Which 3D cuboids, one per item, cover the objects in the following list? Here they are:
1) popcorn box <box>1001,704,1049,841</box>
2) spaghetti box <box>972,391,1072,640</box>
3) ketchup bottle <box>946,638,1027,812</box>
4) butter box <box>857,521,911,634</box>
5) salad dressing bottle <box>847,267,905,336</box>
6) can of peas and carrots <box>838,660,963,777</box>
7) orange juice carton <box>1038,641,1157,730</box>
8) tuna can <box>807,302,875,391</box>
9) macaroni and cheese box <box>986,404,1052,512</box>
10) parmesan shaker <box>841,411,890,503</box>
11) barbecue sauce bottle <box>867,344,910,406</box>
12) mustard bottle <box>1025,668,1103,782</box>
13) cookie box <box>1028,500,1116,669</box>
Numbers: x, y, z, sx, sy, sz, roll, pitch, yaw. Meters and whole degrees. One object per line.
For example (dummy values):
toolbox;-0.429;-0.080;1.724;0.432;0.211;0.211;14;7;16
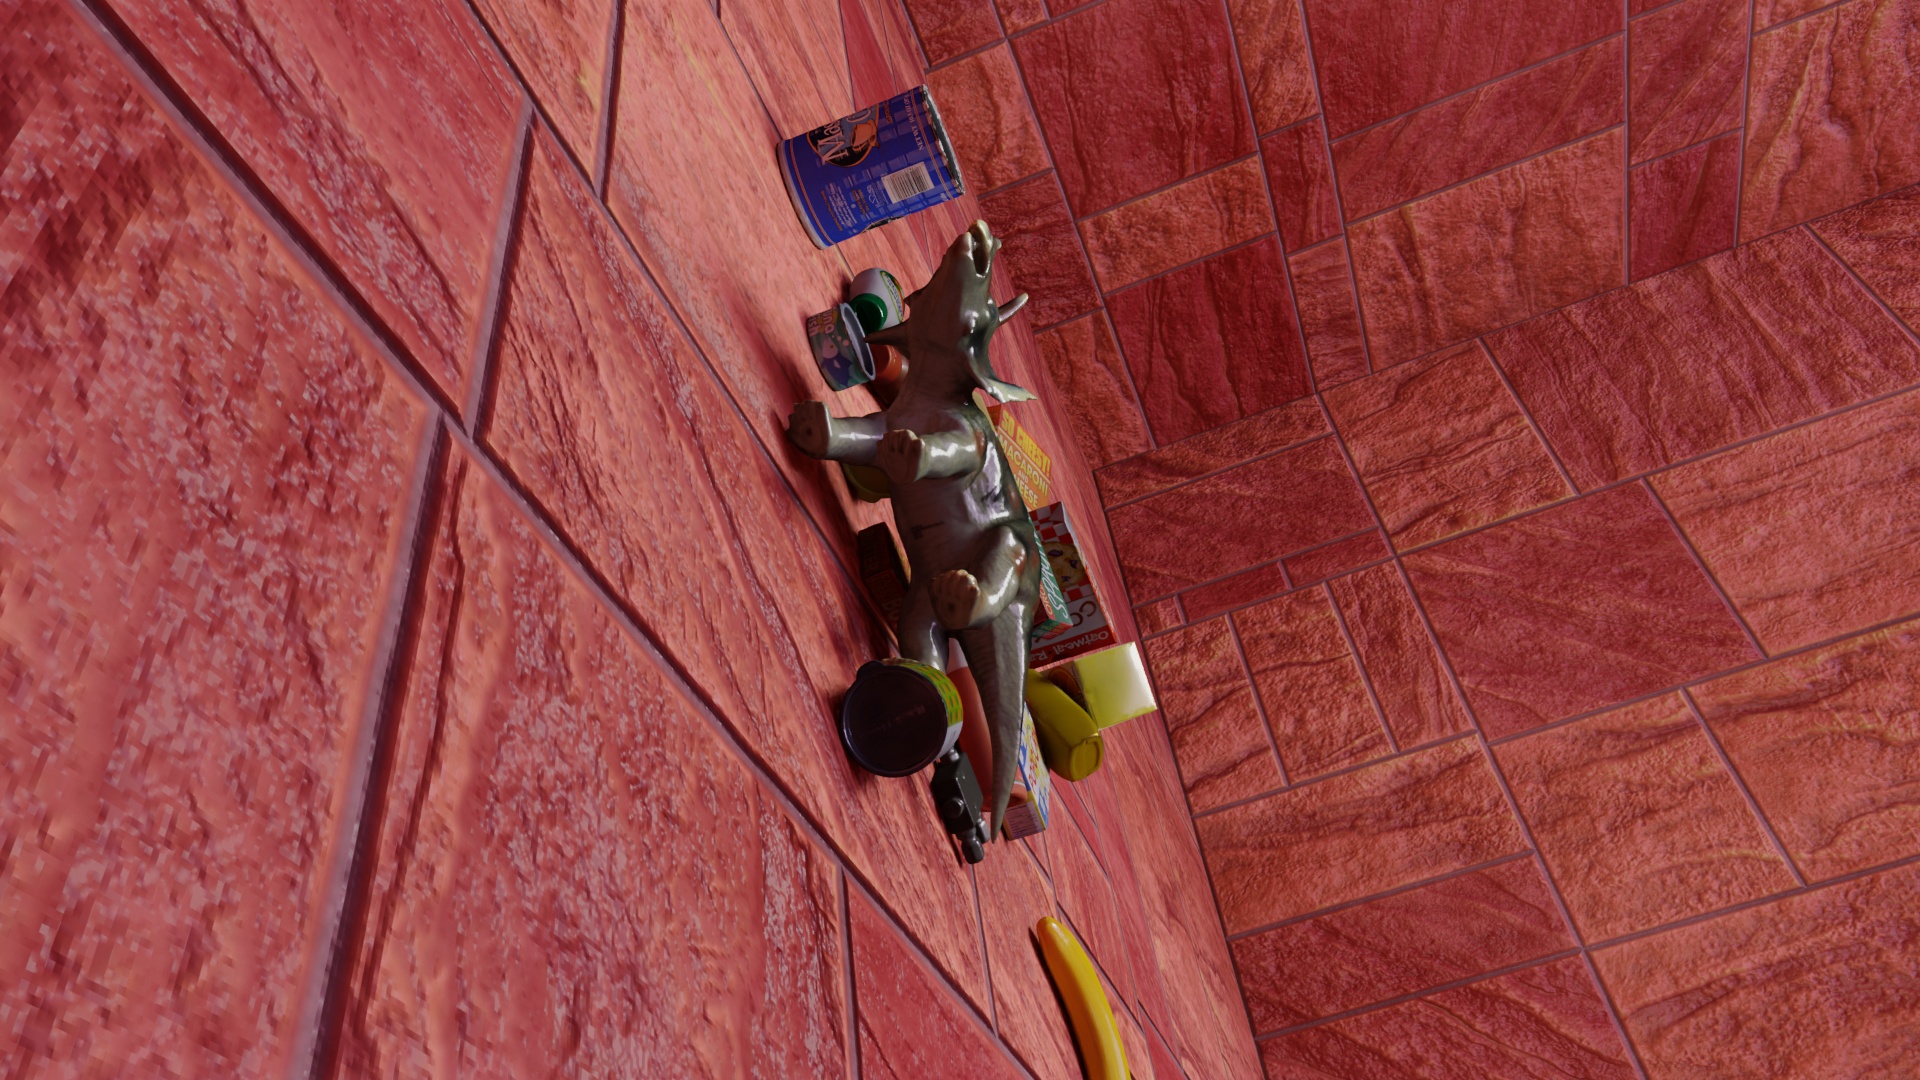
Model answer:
popcorn box;0.047;0.195;1.221;0.127;0.038;0.085;-75;144;-74
spaghetti box;0.037;-0.028;1.244;0.050;0.028;0.251;19;45;-57
ketchup bottle;0.013;0.142;1.122;0.064;0.043;0.149;50;22;-65
butter box;-0.046;0.038;1.046;0.053;0.024;0.103;-100;167;-45
salad dressing bottle;-0.082;-0.218;1.295;0.148;0.044;0.064;-78;149;-72
can of peas and carrots;-0.036;0.106;0.846;0.059;0.071;0.071;15;56;-80
orange juice carton;0.110;0.160;1.400;0.192;0.073;0.072;-31;-105;62
tuna can;-0.097;-0.157;1.119;0.071;0.033;0.071;-21;92;-81
macaroni and cheese box;0.046;-0.041;1.470;0.123;0.040;0.167;43;46;-48
parmesan shaker;-0.054;-0.068;1.102;0.103;0.071;0.071;-40;111;-81
barbecue sauce bottle;-0.062;-0.155;1.284;0.148;0.043;0.065;19;52;-77
mustard bottle;0.076;0.161;1.326;0.161;0.049;0.065;46;-31;45
cookie box;0.072;0.052;1.390;0.040;0.123;0.166;-94;162;-54
